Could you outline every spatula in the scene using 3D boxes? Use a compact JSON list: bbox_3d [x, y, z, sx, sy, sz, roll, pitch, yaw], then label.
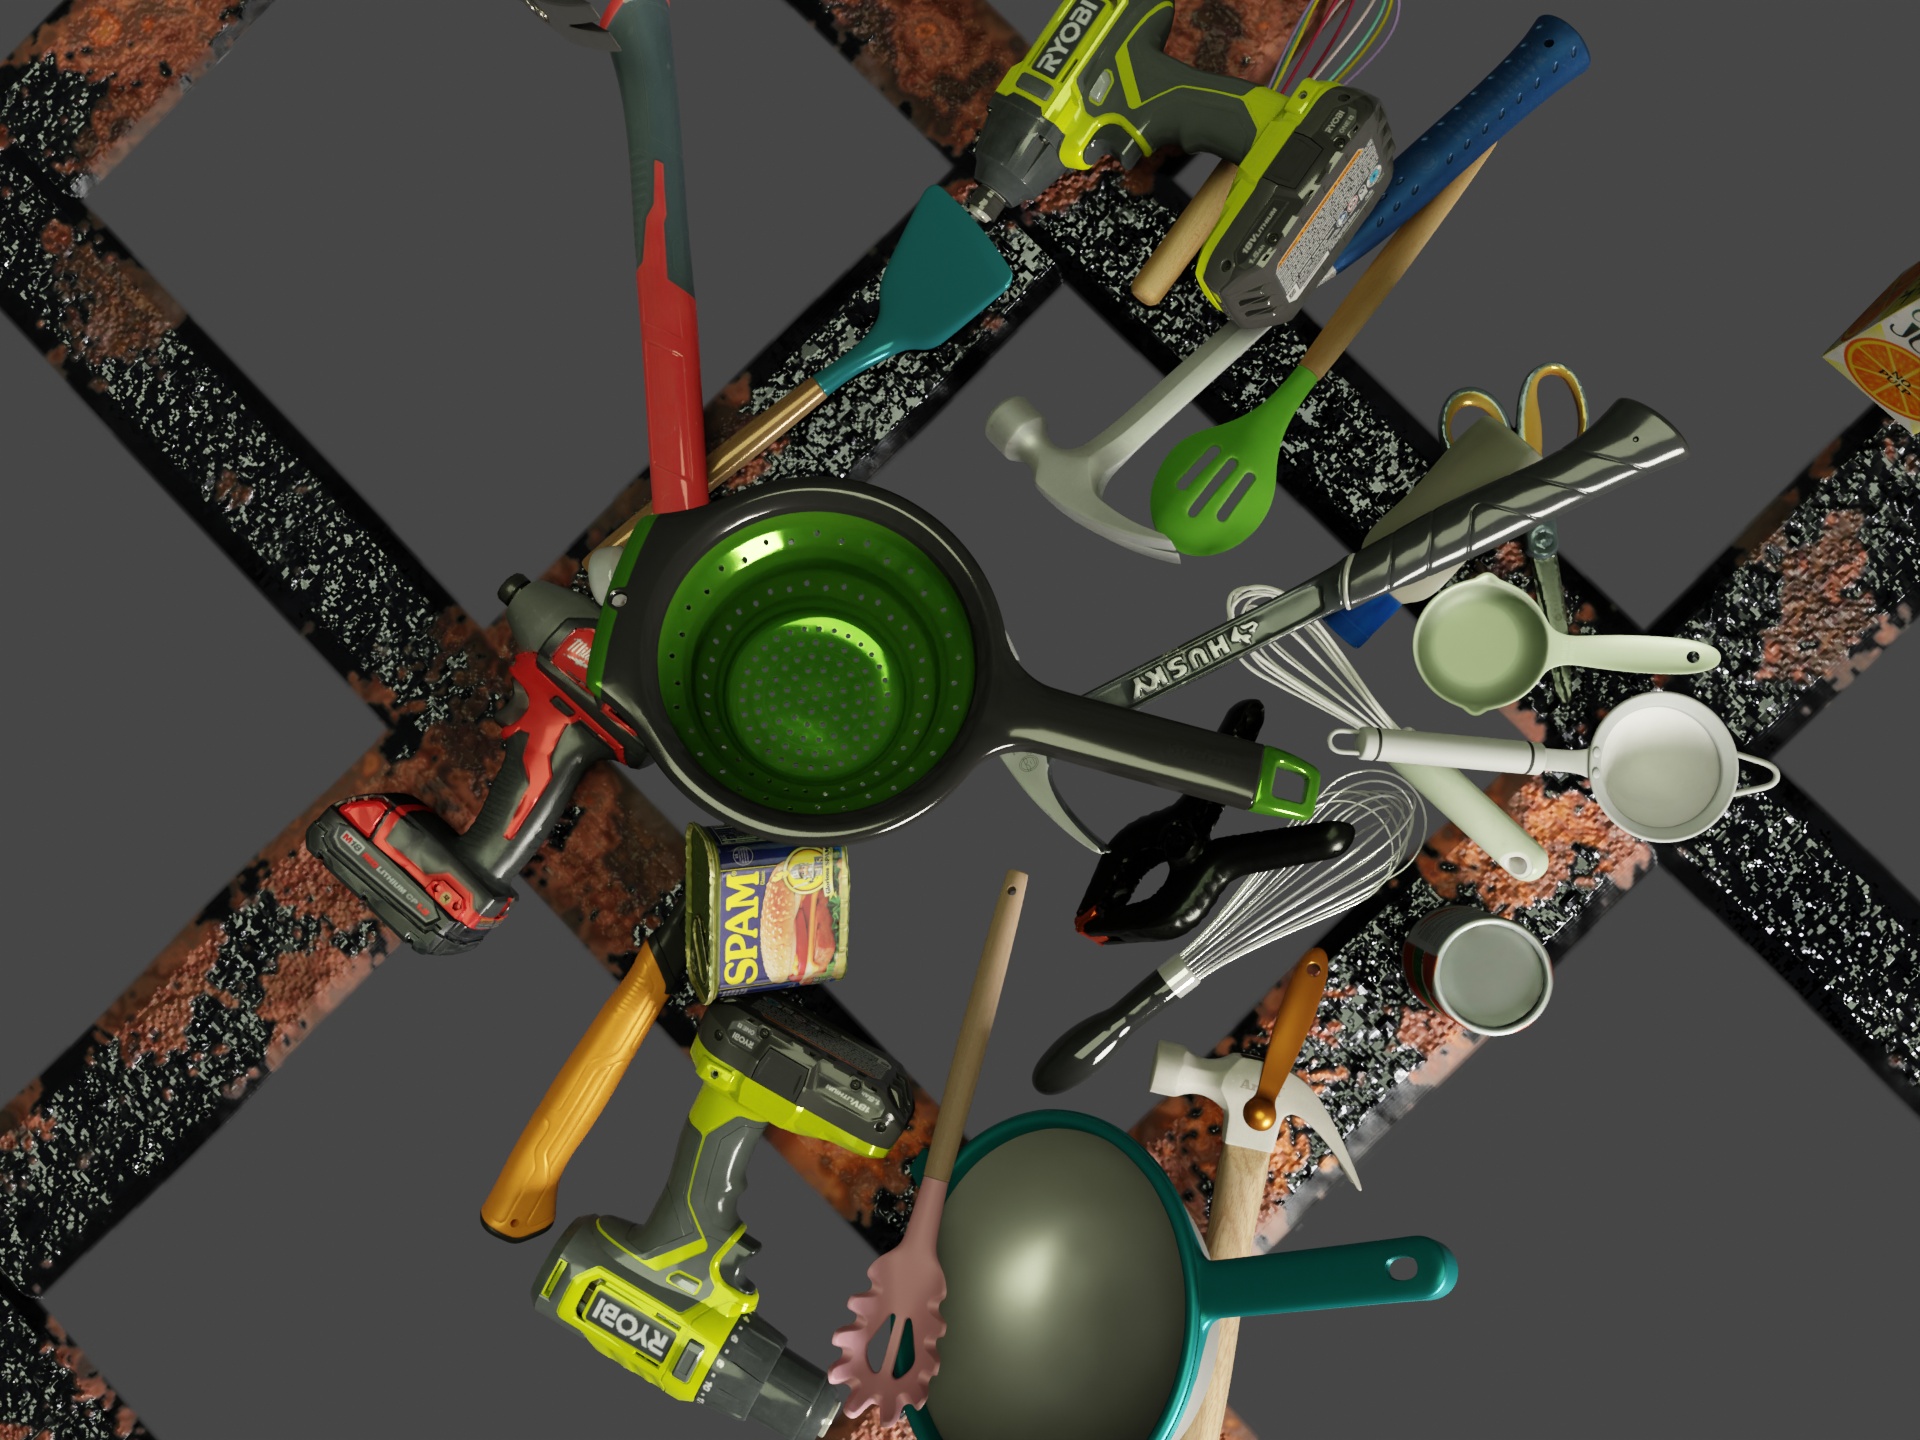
[{"bbox_3d":[-0.110,-0.193,0.972,0.317,0.044,0.082,-38,78,3],"label":"spatula"}]

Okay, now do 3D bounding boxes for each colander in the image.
[{"bbox_3d":[-0.001,-0.003,0.888,0.397,0.094,0.205,15,74,-2],"label":"colander"}]

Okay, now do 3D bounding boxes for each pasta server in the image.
[{"bbox_3d":[-0.007,0.236,0.913,0.060,0.040,0.316,14,74,8],"label":"pasta server"}]

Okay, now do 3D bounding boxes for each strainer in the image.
[{"bbox_3d":[0.117,0.313,0.852,0.340,0.095,0.211,-21,56,34],"label":"strainer"},{"bbox_3d":[0.334,0.021,0.911,0.258,0.050,0.087,5,86,-6],"label":"strainer"}]

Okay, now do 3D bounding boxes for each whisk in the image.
[{"bbox_3d":[0.180,-0.357,0.958,0.051,0.047,0.245,39,95,23],"label":"whisk"},{"bbox_3d":[0.251,0.007,0.937,0.246,0.059,0.057,43,135,1],"label":"whisk"},{"bbox_3d":[0.153,0.129,0.934,0.284,0.070,0.070,-39,85,6],"label":"whisk"}]

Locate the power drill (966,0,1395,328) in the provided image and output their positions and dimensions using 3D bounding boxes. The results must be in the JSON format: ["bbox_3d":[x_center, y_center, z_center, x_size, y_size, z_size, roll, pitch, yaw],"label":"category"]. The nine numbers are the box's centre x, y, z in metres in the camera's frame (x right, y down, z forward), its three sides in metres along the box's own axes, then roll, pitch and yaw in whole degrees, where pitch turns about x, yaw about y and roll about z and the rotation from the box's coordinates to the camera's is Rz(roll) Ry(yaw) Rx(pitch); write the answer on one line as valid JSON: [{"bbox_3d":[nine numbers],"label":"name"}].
[{"bbox_3d":[0.119,-0.329,0.921,0.223,0.080,0.171,38,97,25],"label":"power drill"}]

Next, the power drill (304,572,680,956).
[{"bbox_3d":[-0.277,0.023,0.961,0.143,0.078,0.219,42,88,4],"label":"power drill"}]

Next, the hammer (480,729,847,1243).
[{"bbox_3d":[-0.198,0.163,0.950,0.127,0.034,0.337,29,94,-25],"label":"hammer"}]

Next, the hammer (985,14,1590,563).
[{"bbox_3d":[0.208,-0.260,0.936,0.405,0.035,0.144,-42,68,1],"label":"hammer"}]

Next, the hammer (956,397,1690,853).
[{"bbox_3d":[0.201,-0.064,0.888,0.409,0.036,0.149,-26,81,14],"label":"hammer"}]

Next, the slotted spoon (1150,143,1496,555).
[{"bbox_3d":[0.223,-0.231,0.957,0.070,0.031,0.314,38,89,8],"label":"slotted spoon"}]

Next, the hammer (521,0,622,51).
[{"bbox_3d":[-0.098,-0.558,0.963,0.410,0.038,0.146,-41,48,-2],"label":"hammer"}]

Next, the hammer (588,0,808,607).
[{"bbox_3d":[-0.164,-0.266,0.964,0.143,0.038,0.386,-7,82,13],"label":"hammer"}]

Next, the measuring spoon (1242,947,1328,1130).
[{"bbox_3d":[0.192,0.184,0.928,0.021,0.011,0.117,24,68,6],"label":"measuring spoon"}]

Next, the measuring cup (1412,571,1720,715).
[{"bbox_3d":[0.348,-0.042,0.923,0.167,0.038,0.083,4,95,11],"label":"measuring cup"}]

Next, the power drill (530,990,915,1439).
[{"bbox_3d":[-0.121,0.293,0.936,0.190,0.080,0.228,28,93,6],"label":"power drill"}]

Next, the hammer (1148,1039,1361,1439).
[{"bbox_3d":[0.149,0.363,0.934,0.130,0.031,0.331,11,89,5],"label":"hammer"}]
